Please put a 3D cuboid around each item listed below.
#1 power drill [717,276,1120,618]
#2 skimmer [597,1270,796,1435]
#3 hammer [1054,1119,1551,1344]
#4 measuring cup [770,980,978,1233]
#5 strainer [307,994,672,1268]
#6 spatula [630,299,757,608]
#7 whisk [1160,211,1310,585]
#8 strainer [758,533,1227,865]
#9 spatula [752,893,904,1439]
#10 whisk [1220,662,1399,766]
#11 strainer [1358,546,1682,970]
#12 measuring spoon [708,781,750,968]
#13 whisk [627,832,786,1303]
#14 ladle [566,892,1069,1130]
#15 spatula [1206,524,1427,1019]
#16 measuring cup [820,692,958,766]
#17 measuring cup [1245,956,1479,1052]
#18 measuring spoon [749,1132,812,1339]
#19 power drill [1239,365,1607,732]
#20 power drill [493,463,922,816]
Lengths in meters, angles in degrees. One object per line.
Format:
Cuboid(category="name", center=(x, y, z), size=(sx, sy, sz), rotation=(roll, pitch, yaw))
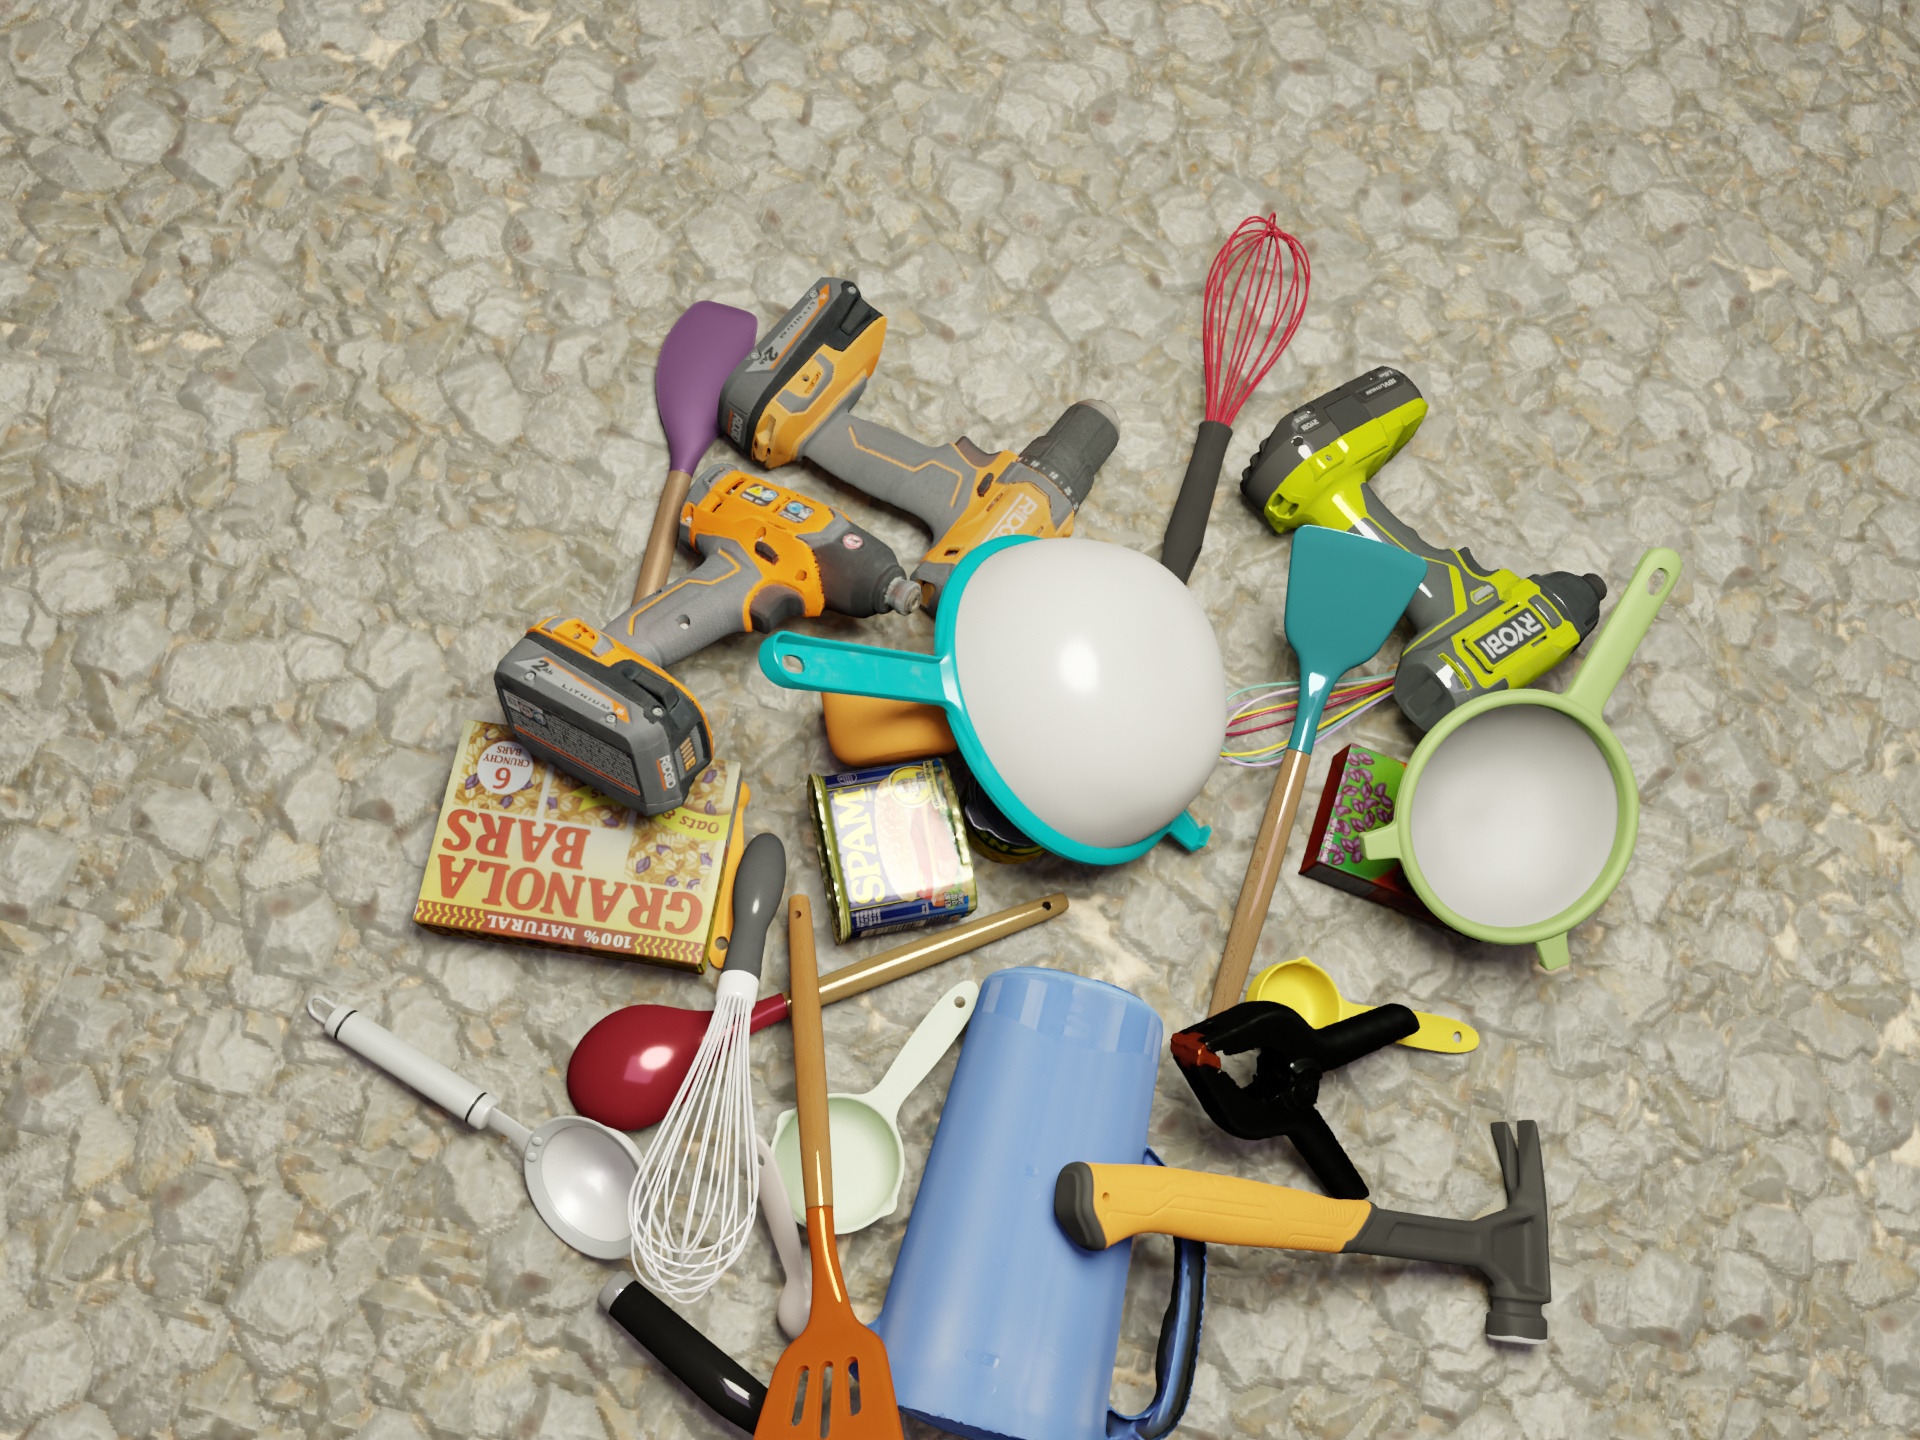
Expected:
Cuboid(category="power drill", center=(-0.019, -0.187, 1.032), size=(0.226, 0.084, 0.185), rotation=(38, 71, 1))
Cuboid(category="skimmer", center=(-0.040, 0.410, 0.858), size=(0.363, 0.090, 0.127), rotation=(34, 98, 15))
Cuboid(category="hammer", center=(0.198, 0.267, 0.873), size=(0.336, 0.034, 0.127), rotation=(15, 69, -27))
Cuboid(category="measuring cup", center=(-0.044, 0.219, 0.919), size=(0.083, 0.038, 0.167), rotation=(38, 70, 5))
Cuboid(category="strainer", center=(-0.258, 0.220, 0.888), size=(0.258, 0.050, 0.086), rotation=(30, 115, 8))
Cuboid(category="spatula", center=(-0.188, -0.136, 1.022), size=(0.059, 0.018, 0.316), rotation=(13, 70, -8))
Cuboid(category="whisk", center=(0.179, -0.214, 1.078), size=(0.073, 0.073, 0.296), rotation=(18, 76, -2))
Cuboid(category="strainer", center=(0.047, -0.032, 0.888), size=(0.340, 0.095, 0.211), rotation=(6, 67, -45))
Cuboid(category="spatula", center=(-0.079, 0.236, 0.852), size=(0.081, 0.041, 0.323), rotation=(-13, 57, 8))
Cuboid(category="whisk", center=(0.265, -0.022, 1.038), size=(0.245, 0.047, 0.051), rotation=(-19, 88, -17))
Cuboid(category="strainer", center=(0.348, 0.009, 0.956), size=(0.151, 0.069, 0.256), rotation=(31, 89, -10))
Cuboid(category="measuring spoon", center=(-0.140, 0.091, 0.959), size=(0.021, 0.011, 0.117), rotation=(5, 72, -6))
Cuboid(category="whisk", center=(-0.128, 0.178, 0.876), size=(0.070, 0.070, 0.285), rotation=(11, 49, -4))
Cuboid(category="ladle", center=(-0.079, 0.160, 0.940), size=(0.315, 0.031, 0.069), rotation=(-19, 72, -15))
Cuboid(category="spatula", center=(0.198, 0.043, 0.966), size=(0.082, 0.044, 0.317), rotation=(17, 87, 3))
Cuboid(category="measuring cup", center=(-0.002, -0.003, 0.983), size=(0.173, 0.095, 0.052), rotation=(-2, 79, -28))
Cuboid(category="measuring cup", center=(0.246, 0.186, 0.980), size=(0.156, 0.029, 0.062), rotation=(13, 75, -16))
Cuboid(category="measuring spoon", center=(-0.101, 0.286, 0.871), size=(0.018, 0.034, 0.124), rotation=(-25, 103, -52))
Cuboid(category="power drill", center=(0.304, -0.115, 1.037), size=(0.171, 0.080, 0.223), rotation=(-29, 73, -25))
Cuboid(category="power drill", center=(-0.138, -0.052, 0.930), size=(0.164, 0.084, 0.226), rotation=(25, 53, 22))
